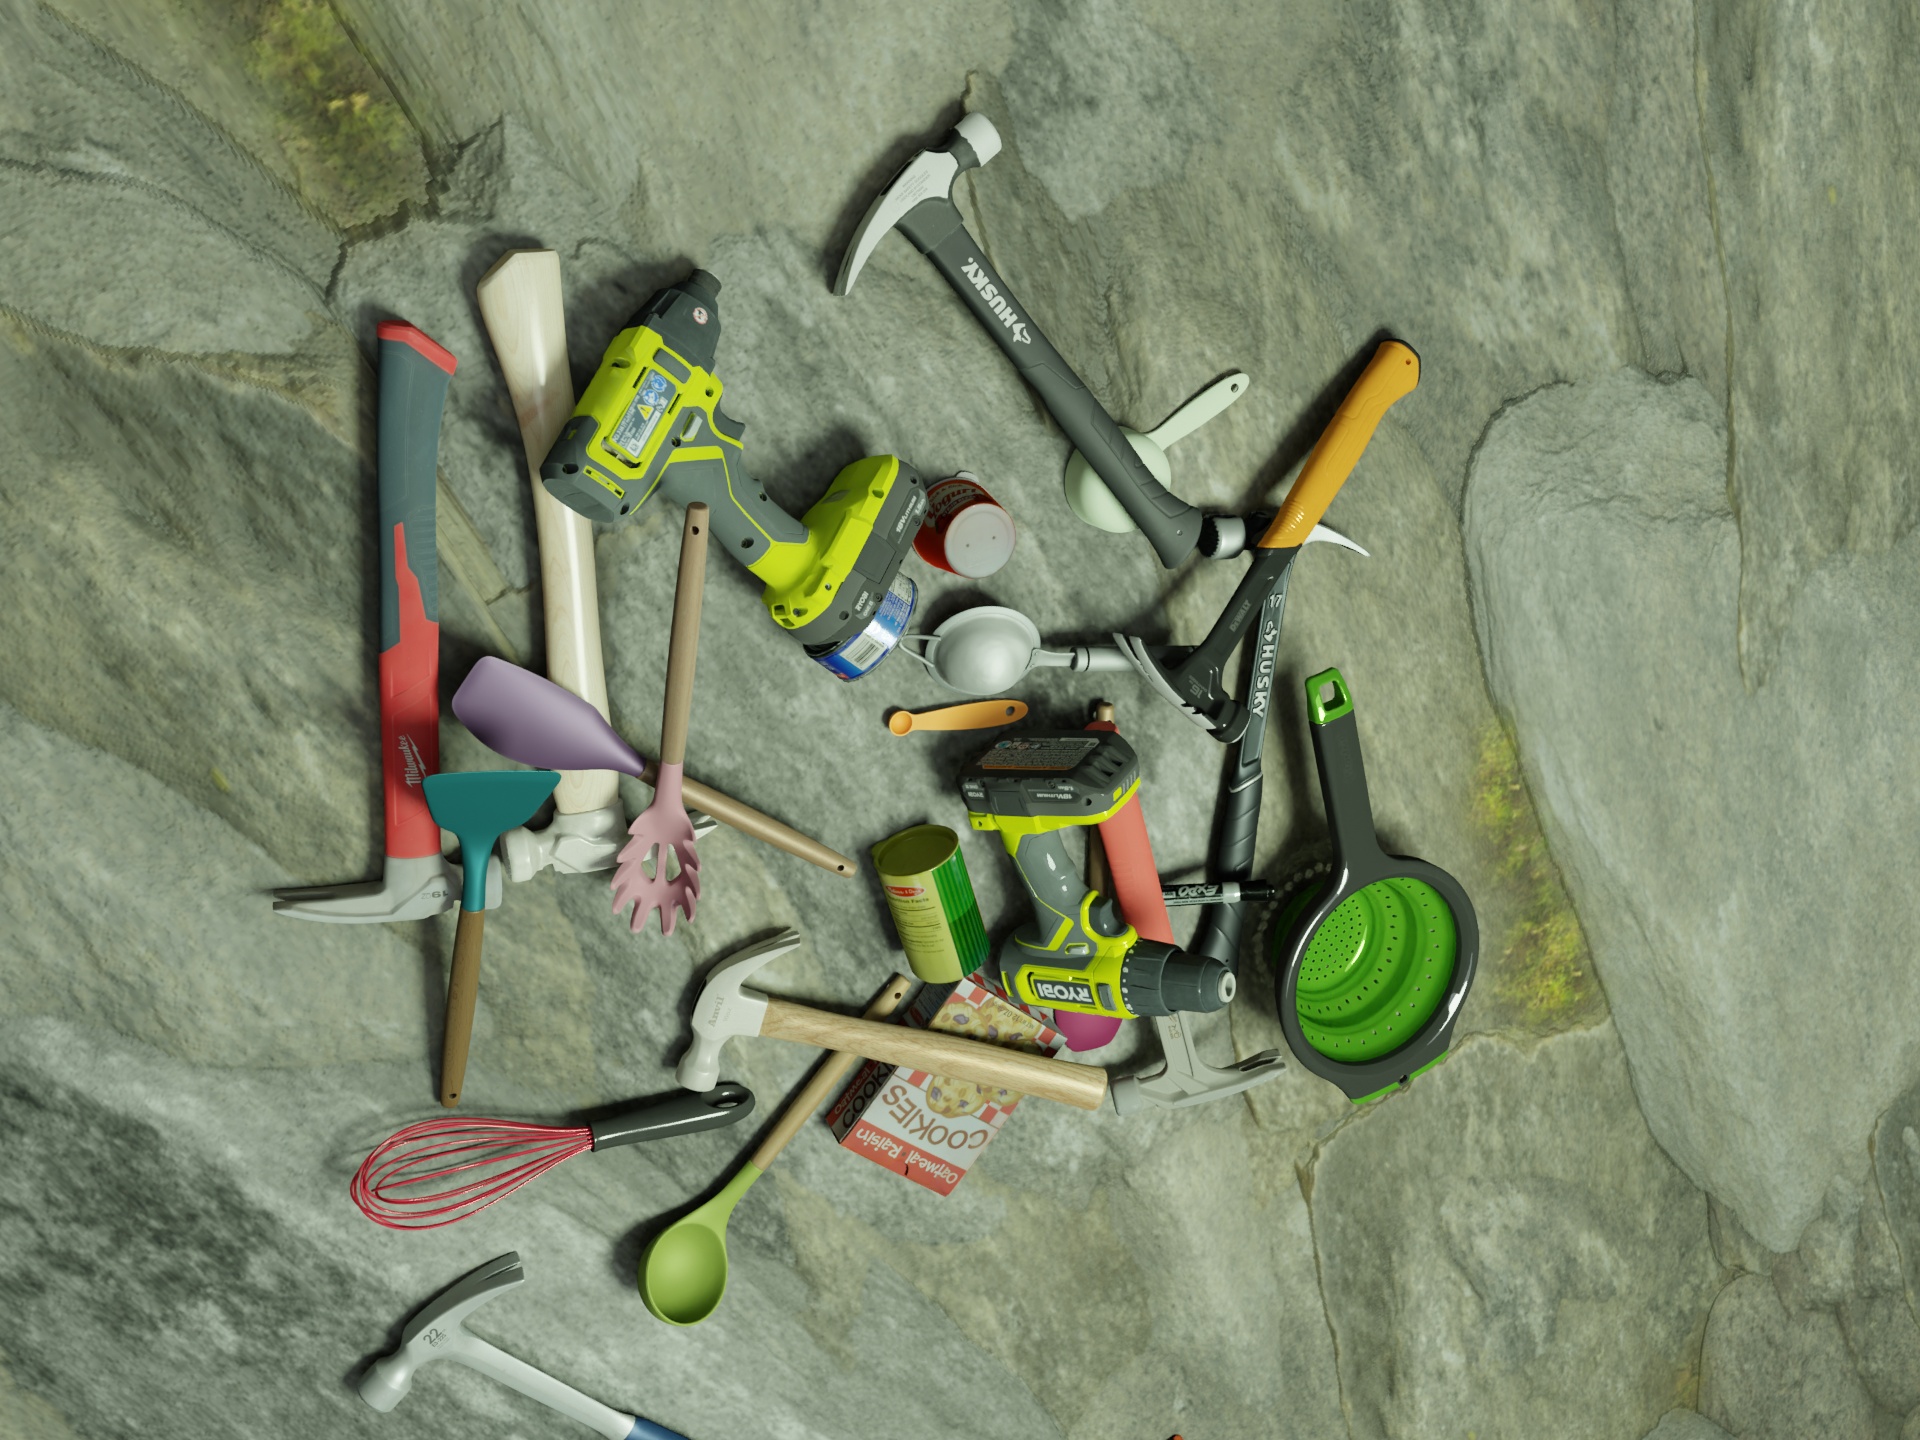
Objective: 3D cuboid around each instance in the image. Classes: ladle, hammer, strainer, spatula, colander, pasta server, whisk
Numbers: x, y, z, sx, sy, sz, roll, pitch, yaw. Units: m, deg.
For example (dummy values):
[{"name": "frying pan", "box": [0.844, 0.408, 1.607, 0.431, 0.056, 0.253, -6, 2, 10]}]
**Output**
[{"name": "ladle", "box": [-0.138, 0.332, 1.240, 0.078, 0.062, 0.320, 40, 88, -31]}, {"name": "hammer", "box": [-0.246, -0.094, 1.034, 0.146, 0.038, 0.410, -10, 113, -22]}, {"name": "hammer", "box": [0.160, 0.162, 1.283, 0.149, 0.037, 0.358, -16, 114, 1]}, {"name": "strainer", "box": [0.082, -0.046, 1.185, 0.258, 0.050, 0.086, -2, 134, -20]}, {"name": "spatula", "box": [-0.197, 0.045, 1.080, 0.315, 0.018, 0.060, 29, 102, -31]}, {"name": "hammer", "box": [-0.274, 0.563, 1.279, 0.144, 0.035, 0.405, -46, 121, -1]}, {"name": "colander", "box": [0.319, 0.130, 1.348, 0.204, 0.095, 0.396, -23, 113, -17]}, {"name": "hammer", "box": [0.246, -0.154, 1.198, 0.127, 0.034, 0.337, 38, 79, -27]}, {"name": "hammer", "box": [-0.362, -0.053, 0.997, 0.143, 0.038, 0.386, -2, 111, -22]}, {"name": "hammer", "box": [0.057, -0.233, 1.090, 0.146, 0.035, 0.334, -43, 112, -3]}, {"name": "hammer", "box": [0.240, 0.029, 1.305, 0.149, 0.036, 0.408, -5, 112, -24]}, {"name": "pasta server", "box": [-0.184, 0.007, 1.020, 0.060, 0.040, 0.316, 8, 123, -7]}, {"name": "whisk", "box": [-0.289, 0.308, 1.161, 0.295, 0.073, 0.073, -7, 113, -28]}, {"name": "spatula", "box": [-0.325, 0.149, 1.050, 0.082, 0.044, 0.317, -1, 125, -26]}, {"name": "hammer", "box": [-0.042, 0.249, 1.223, 0.331, 0.031, 0.130, 15, 98, -15]}]

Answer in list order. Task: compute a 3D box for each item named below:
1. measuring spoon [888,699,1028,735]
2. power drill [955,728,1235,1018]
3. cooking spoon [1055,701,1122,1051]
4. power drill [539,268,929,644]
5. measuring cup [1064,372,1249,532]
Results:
[{"name": "measuring spoon", "box": [-0.002, -0.004, 1.197, 0.117, 0.011, 0.021, -6, 112, -26]}, {"name": "power drill", "box": [0.099, 0.125, 1.197, 0.080, 0.191, 0.228, -42, 123, -46]}, {"name": "cooking spoon", "box": [0.112, 0.134, 1.296, 0.068, 0.017, 0.318, -9, 114, -20]}, {"name": "power drill", "box": [-0.135, -0.164, 1.018, 0.223, 0.080, 0.171, 35, 71, -31]}, {"name": "measuring cup", "box": [0.154, -0.202, 1.170, 0.167, 0.038, 0.083, -37, 120, -5]}]
